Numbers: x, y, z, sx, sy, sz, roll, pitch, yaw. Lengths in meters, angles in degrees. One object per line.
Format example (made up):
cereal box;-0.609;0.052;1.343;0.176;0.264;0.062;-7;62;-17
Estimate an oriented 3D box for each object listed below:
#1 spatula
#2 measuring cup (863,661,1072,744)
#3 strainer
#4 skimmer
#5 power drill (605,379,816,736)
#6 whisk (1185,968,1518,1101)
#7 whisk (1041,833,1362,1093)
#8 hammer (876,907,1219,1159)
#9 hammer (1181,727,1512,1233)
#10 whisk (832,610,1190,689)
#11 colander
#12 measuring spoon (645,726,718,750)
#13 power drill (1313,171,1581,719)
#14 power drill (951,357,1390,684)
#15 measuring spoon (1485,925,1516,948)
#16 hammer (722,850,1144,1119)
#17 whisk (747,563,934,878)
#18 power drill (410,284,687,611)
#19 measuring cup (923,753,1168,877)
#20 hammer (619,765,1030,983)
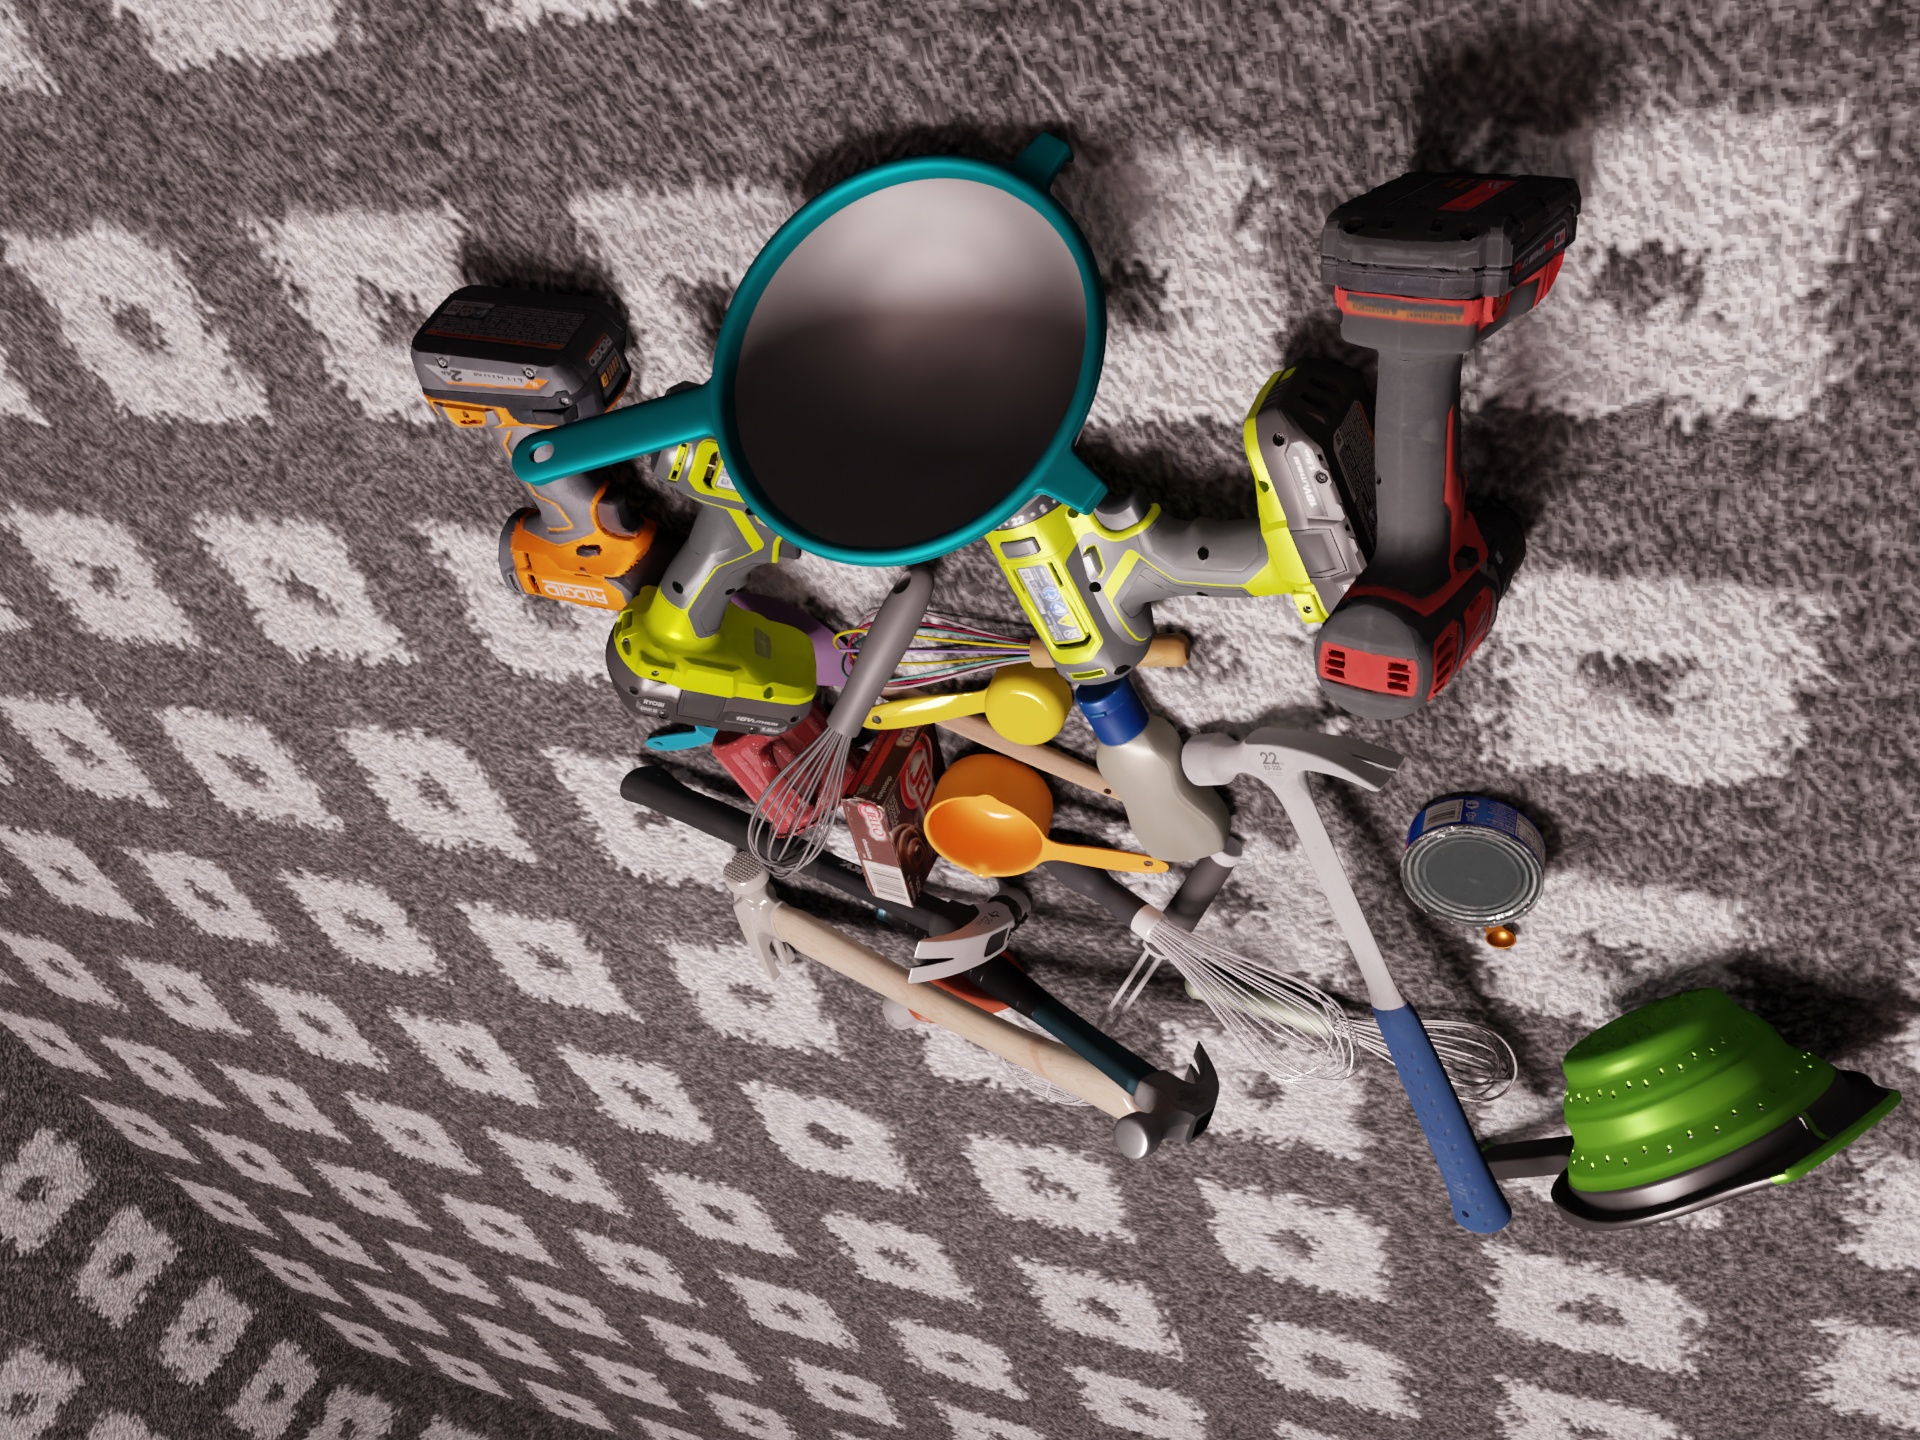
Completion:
spatula;-0.028;-0.014;1.104;0.316;0.018;0.059;24;128;4
measuring cup;-0.002;-0.003;1.070;0.156;0.029;0.062;-8;122;22
strainer;-0.073;-0.160;0.836;0.340;0.211;0.095;-10;166;22
skimmer;0.130;0.190;1.231;0.127;0.090;0.363;21;131;-4
power drill;-0.122;-0.095;0.984;0.171;0.080;0.223;11;134;-20
whisk;0.283;0.226;1.173;0.246;0.058;0.059;13;105;23
whisk;0.153;0.158;1.093;0.285;0.070;0.070;35;149;33
hammer;0.052;0.208;1.177;0.331;0.128;0.033;31;115;38
hammer;0.282;0.177;1.041;0.144;0.035;0.405;-4;120;49
whisk;0.026;-0.045;1.020;0.245;0.051;0.047;1;129;24
colander;0.432;0.258;1.083;0.094;0.204;0.397;62;158;10
measuring spoon;-0.206;0.006;1.233;0.042;0.021;0.128;33;153;-34
power drill;0.227;-0.131;0.735;0.080;0.188;0.226;15;123;31
power drill;0.112;-0.117;0.865;0.228;0.080;0.190;-7;125;38
measuring spoon;0.335;0.107;1.041;0.021;0.011;0.116;-18;120;35
hammer;-0.020;0.231;1.276;0.411;0.038;0.146;22;143;31
whisk;-0.076;0.002;1.033;0.055;0.055;0.239;28;108;-2
power drill;-0.240;-0.159;1.018;0.164;0.084;0.226;10;142;16
measuring cup;0.063;0.071;1.125;0.173;0.052;0.095;10;139;6
hammer;-0.121;0.108;1.227;0.335;0.146;0.035;22;110;19
